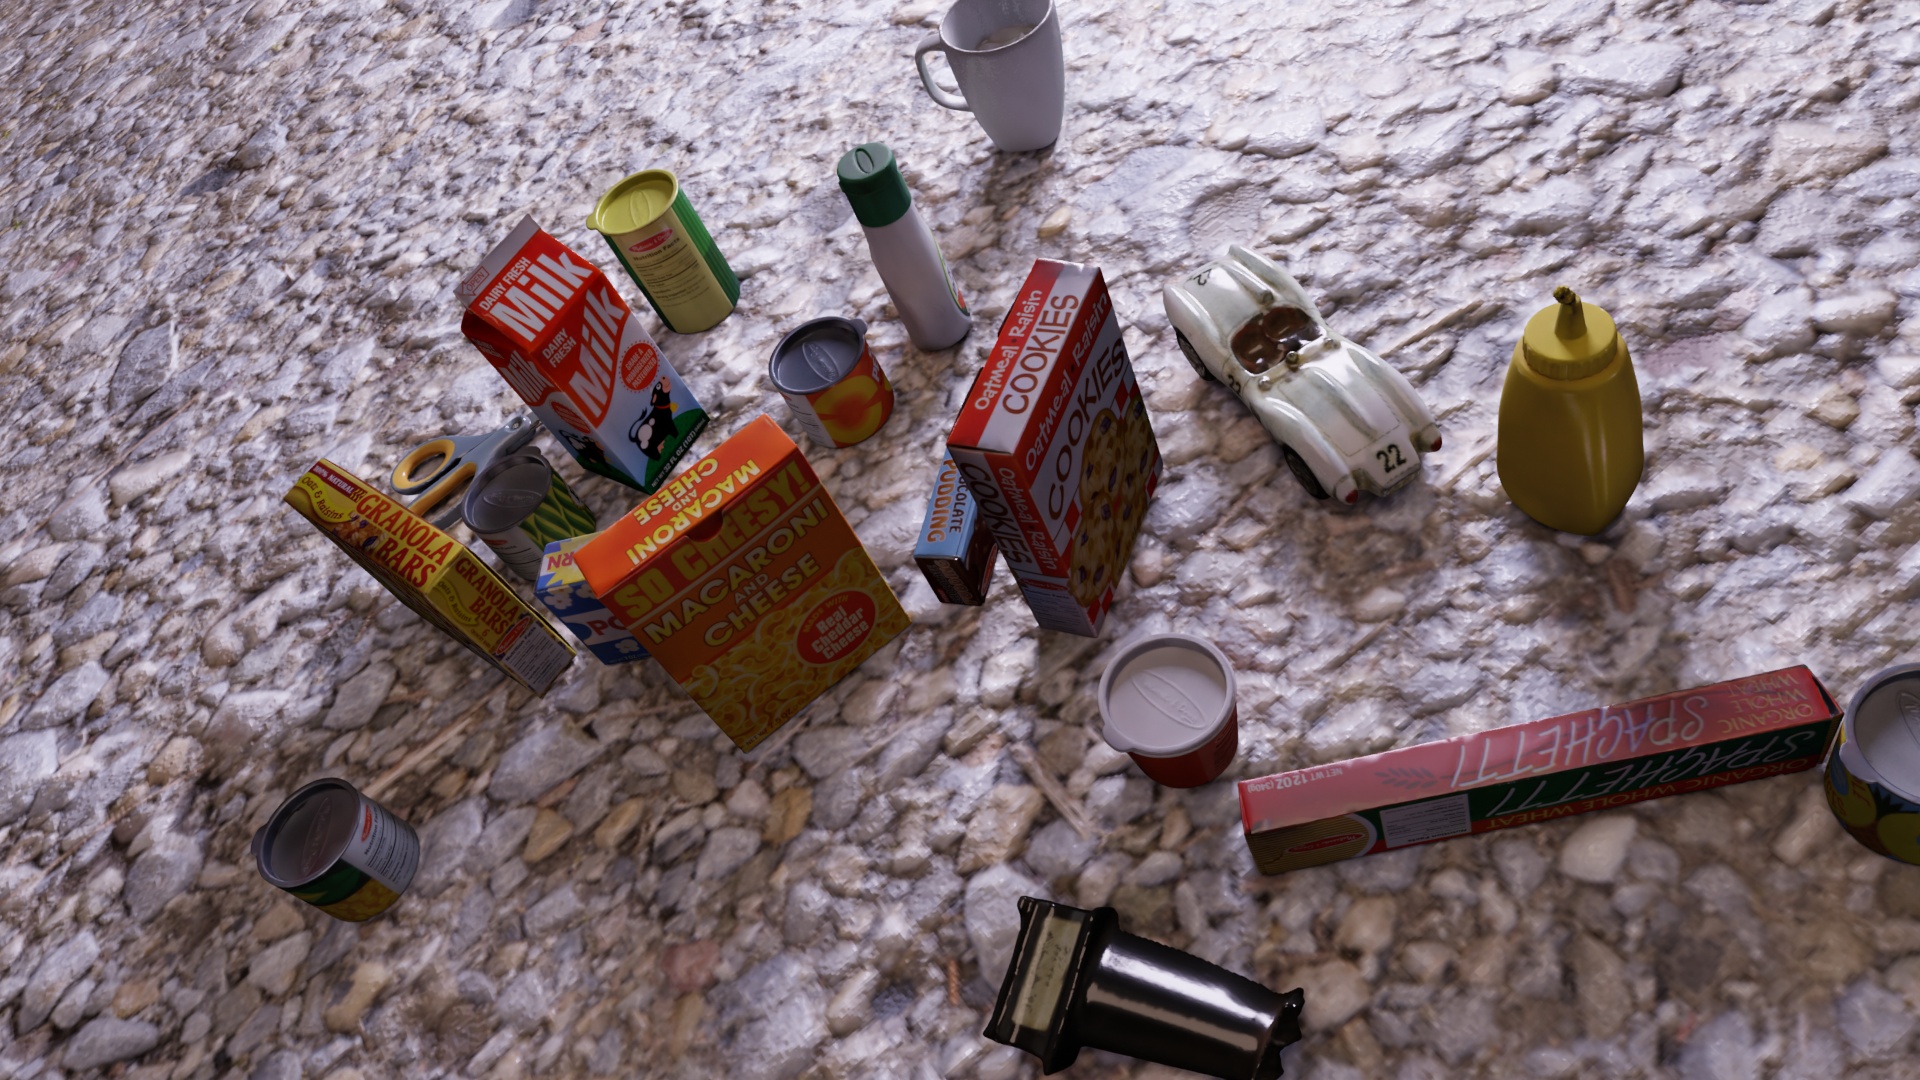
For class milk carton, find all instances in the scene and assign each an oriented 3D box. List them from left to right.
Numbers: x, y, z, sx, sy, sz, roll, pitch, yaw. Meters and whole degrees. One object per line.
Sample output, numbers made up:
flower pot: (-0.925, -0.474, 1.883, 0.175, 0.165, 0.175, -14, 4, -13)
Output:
milk carton: (-0.248, -0.119, 0.896, 0.073, 0.189, 0.072, 19, 65, 32)

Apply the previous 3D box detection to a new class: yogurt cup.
yogurt cup: (0.107, 0.087, 0.689, 0.072, 0.053, 0.073, -11, 52, 14)

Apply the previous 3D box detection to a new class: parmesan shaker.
parmesan shaker: (-0.213, -0.206, 1.004, 0.071, 0.102, 0.071, -11, 52, 14)

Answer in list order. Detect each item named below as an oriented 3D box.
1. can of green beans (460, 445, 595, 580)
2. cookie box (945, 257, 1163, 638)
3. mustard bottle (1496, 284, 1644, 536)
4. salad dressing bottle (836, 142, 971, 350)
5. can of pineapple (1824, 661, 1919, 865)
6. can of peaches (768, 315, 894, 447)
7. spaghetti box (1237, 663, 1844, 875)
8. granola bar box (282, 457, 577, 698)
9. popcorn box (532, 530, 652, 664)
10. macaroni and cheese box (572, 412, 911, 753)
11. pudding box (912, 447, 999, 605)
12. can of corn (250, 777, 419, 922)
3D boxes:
can of green beans: (-0.285, -0.016, 0.920, 0.071, 0.057, 0.071, -11, 52, 14)
cookie box: (0.055, -0.045, 0.734, 0.040, 0.166, 0.123, 9, 59, 27)
mustard bottle: (0.290, -0.066, 0.660, 0.065, 0.159, 0.049, 31, 71, 36)
salad dressing bottle: (-0.036, -0.186, 0.889, 0.044, 0.147, 0.064, -26, 50, 2)
can of pineapple: (0.393, 0.092, 0.568, 0.071, 0.057, 0.071, -11, 52, 14)
can of peaches: (-0.081, -0.104, 0.904, 0.071, 0.057, 0.071, -11, 52, 14)
spaghetti box: (0.251, 0.105, 0.620, 0.250, 0.050, 0.029, -14, 51, 11)
granola bar box: (-0.330, 0.022, 0.866, 0.166, 0.123, 0.039, 24, 67, 34)
popcorn box: (-0.174, 0.028, 0.825, 0.126, 0.085, 0.038, -12, 52, 13)
macaroni and cheese box: (-0.110, 0.028, 0.746, 0.124, 0.165, 0.040, -38, 50, -8)
pudding box: (0.003, -0.010, 0.806, 0.030, 0.049, 0.084, 1, 56, 23)
can of corn: (-0.361, 0.180, 0.803, 0.071, 0.058, 0.071, -11, 52, 14)
